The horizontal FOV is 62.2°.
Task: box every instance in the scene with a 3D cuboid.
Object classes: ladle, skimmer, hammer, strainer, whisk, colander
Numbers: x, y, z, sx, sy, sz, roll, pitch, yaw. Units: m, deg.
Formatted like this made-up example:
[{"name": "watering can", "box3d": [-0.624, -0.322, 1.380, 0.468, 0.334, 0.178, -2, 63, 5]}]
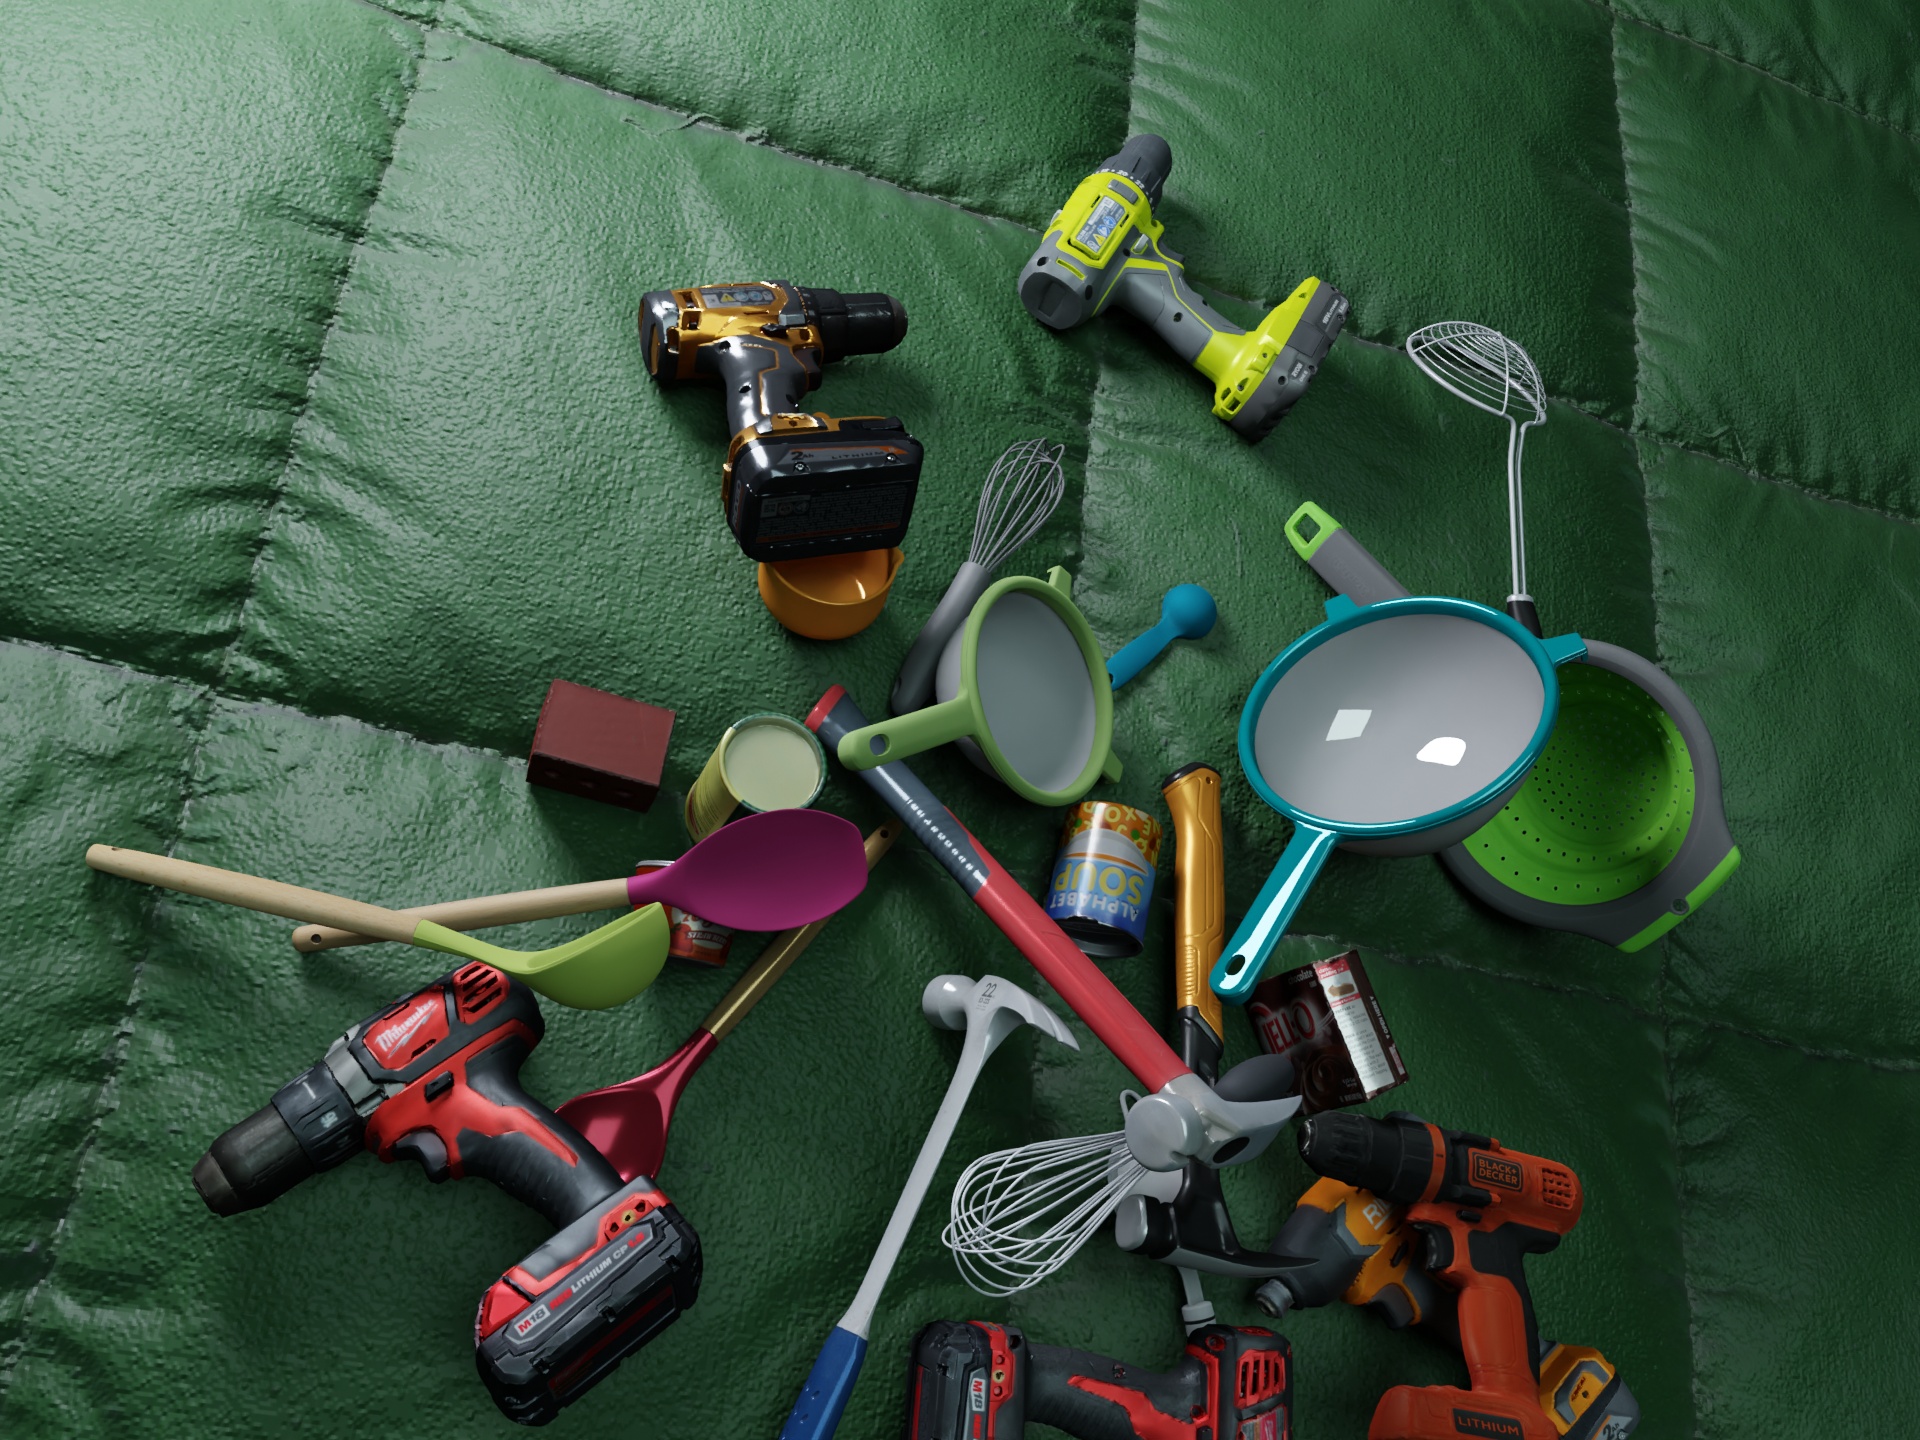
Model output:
[{"name": "ladle", "box3d": [-0.312, 0.095, 0.848, 0.320, 0.078, 0.062, 12, 97, 4]}, {"name": "skimmer", "box3d": [0.419, -0.149, 1.266, 0.127, 0.090, 0.363, 6, 79, -30]}, {"name": "ladle", "box3d": [-0.133, 0.166, 0.943, 0.069, 0.031, 0.315, 38, 60, 7]}, {"name": "hammer", "box3d": [0.035, 0.107, 0.933, 0.143, 0.038, 0.387, 11, 28, -52]}, {"name": "strainer", "box3d": [-0.002, -0.003, 1.001, 0.256, 0.069, 0.151, -19, 94, -49]}, {"name": "whisk", "box3d": [0.013, -0.100, 1.087, 0.055, 0.055, 0.239, 31, 68, -7]}, {"name": "whisk", "box3d": [0.099, 0.239, 0.882, 0.284, 0.070, 0.070, -13, 75, -42]}, {"name": "colander", "box3d": [0.392, -0.017, 1.164, 0.397, 0.204, 0.094, 51, 30, 21]}, {"name": "hammer", "box3d": [-0.053, 0.325, 0.869, 0.035, 0.144, 0.406, 34, 69, -21]}, {"name": "hammer", "box3d": [0.159, 0.178, 1.012, 0.127, 0.034, 0.337, 20, 54, -22]}, {"name": "strainer", "box3d": [0.269, 0.067, 1.063, 0.340, 0.211, 0.095, -53, 135, -22]}, {"name": "strainer", "box3d": [0.146, 0.353, 0.971, 0.086, 0.050, 0.258, -3, 74, -37]}]

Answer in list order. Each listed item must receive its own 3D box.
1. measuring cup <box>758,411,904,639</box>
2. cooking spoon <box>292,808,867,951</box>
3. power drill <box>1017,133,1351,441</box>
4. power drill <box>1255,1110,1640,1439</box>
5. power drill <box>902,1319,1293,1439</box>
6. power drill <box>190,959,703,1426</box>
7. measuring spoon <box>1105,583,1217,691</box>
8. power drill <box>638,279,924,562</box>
[{"name": "measuring cup", "box3d": [-0.093, -0.129, 1.061, 0.095, 0.052, 0.174, 3, 53, -15]}, {"name": "cooking spoon", "box3d": [-0.211, 0.099, 0.890, 0.319, 0.017, 0.068, -8, 98, -4]}, {"name": "power drill", "box3d": [0.178, -0.338, 1.222, 0.228, 0.080, 0.191, 33, 63, -3]}, {"name": "power drill", "box3d": [0.294, 0.382, 0.993, 0.164, 0.084, 0.226, -33, 80, -27]}, {"name": "power drill", "box3d": [0.082, 0.410, 0.889, 0.219, 0.078, 0.143, 8, 74, -13]}, {"name": "power drill", "box3d": [-0.260, 0.244, 0.811, 0.188, 0.080, 0.227, -33, 62, -27]}, {"name": "measuring spoon", "box3d": [0.140, -0.058, 1.131, 0.128, 0.021, 0.042, -39, 87, -29]}, {"name": "power drill", "box3d": [-0.095, -0.210, 1.042, 0.185, 0.084, 0.226, -9, 50, -23]}]
